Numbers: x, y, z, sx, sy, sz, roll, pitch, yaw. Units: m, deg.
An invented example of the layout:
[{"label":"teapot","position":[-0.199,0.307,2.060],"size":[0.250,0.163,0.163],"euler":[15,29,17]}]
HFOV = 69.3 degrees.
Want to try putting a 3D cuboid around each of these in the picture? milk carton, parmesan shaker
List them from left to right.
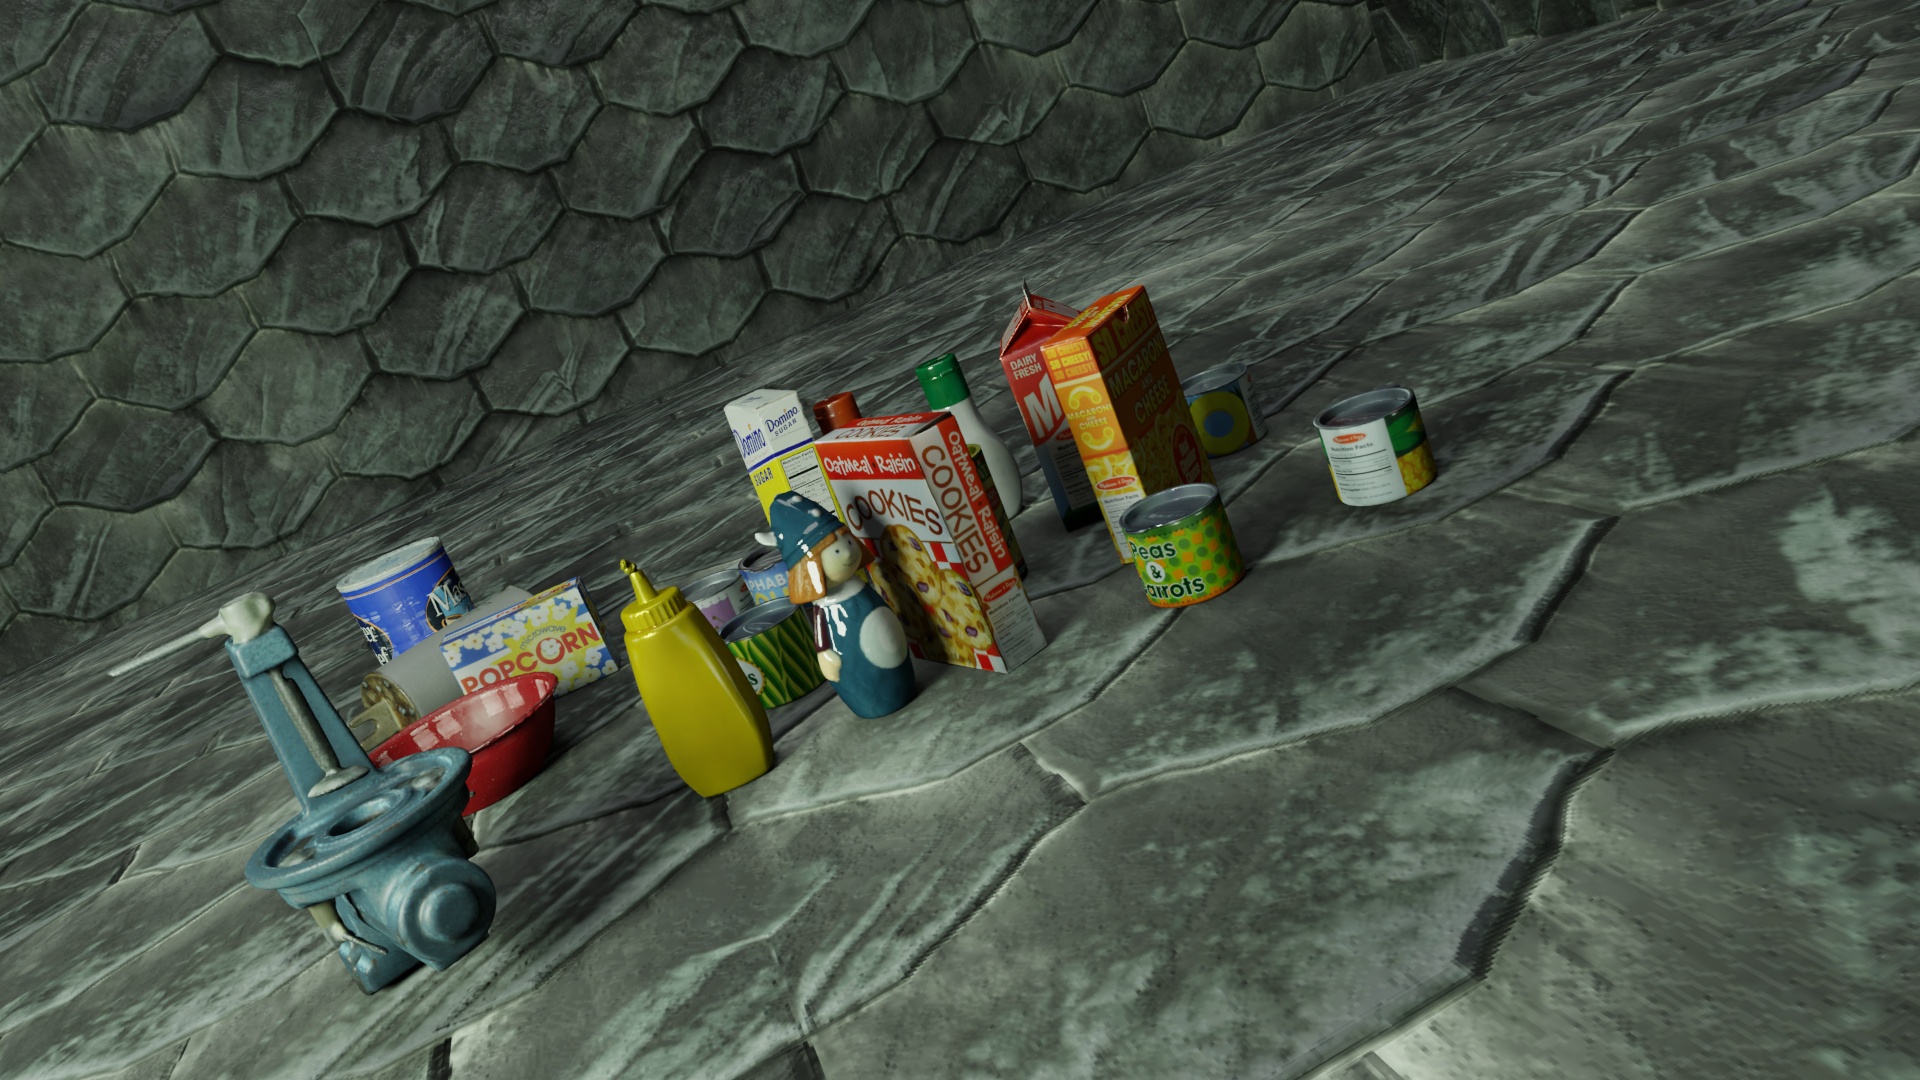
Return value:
[{"label":"parmesan shaker","position":[0.004,-0.013,1.032],"size":[0.071,0.102,0.071],"euler":[-21,16,6]},{"label":"milk carton","position":[0.083,-0.113,1.091],"size":[0.073,0.190,0.072],"euler":[-20,16,8]}]

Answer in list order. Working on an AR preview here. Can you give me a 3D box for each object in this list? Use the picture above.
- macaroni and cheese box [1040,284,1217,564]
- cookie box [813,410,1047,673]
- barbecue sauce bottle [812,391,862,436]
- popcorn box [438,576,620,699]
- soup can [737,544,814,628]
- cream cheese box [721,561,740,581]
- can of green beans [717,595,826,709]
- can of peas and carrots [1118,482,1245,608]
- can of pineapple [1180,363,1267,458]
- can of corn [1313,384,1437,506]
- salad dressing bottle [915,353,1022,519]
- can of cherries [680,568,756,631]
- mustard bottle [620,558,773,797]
[{"label":"macaroni and cheese box","position":[0.125,-0.085,0.992],"size":[0.040,0.166,0.124],"euler":[-12,19,32]},{"label":"cookie box","position":[-0.021,0.000,0.909],"size":[0.040,0.167,0.123],"euler":[-32,18,-29]},{"label":"barbecue sauce bottle","position":[-0.082,-0.053,1.189],"size":[0.044,0.148,0.065],"euler":[-30,18,-25]},{"label":"popcorn box","position":[-0.370,0.097,1.199],"size":[0.127,0.085,0.038],"euler":[-24,16,-7]},{"label":"soup can","position":[-0.123,0.044,1.051],"size":[0.071,0.083,0.071],"euler":[-21,16,6]},{"label":"cream cheese box","position":[-0.153,0.044,1.143],"size":[0.103,0.053,0.024],"euler":[-3,25,48]},{"label":"can of green beans","position":[-0.134,0.080,0.995],"size":[0.071,0.057,0.071],"euler":[-20,16,6]},{"label":"can of peas and carrots","position":[0.140,0.004,0.882],"size":[0.071,0.058,0.071],"euler":[-20,16,6]},{"label":"can of pineapple","position":[0.210,-0.105,1.139],"size":[0.071,0.057,0.071],"euler":[-20,16,6]},{"label":"can of corn","position":[0.276,-0.063,0.919],"size":[0.071,0.058,0.071],"euler":[-20,16,6]},{"label":"salad dressing bottle","position":[0.006,-0.085,1.179],"size":[0.064,0.147,0.044],"euler":[-28,17,-19]},{"label":"can of cherries","position":[-0.199,0.064,1.131],"size":[0.071,0.058,0.072],"euler":[-20,16,6]},{"label":"mustard bottle","position":[-0.171,0.080,0.863],"size":[0.065,0.159,0.049],"euler":[-22,16,1]}]
